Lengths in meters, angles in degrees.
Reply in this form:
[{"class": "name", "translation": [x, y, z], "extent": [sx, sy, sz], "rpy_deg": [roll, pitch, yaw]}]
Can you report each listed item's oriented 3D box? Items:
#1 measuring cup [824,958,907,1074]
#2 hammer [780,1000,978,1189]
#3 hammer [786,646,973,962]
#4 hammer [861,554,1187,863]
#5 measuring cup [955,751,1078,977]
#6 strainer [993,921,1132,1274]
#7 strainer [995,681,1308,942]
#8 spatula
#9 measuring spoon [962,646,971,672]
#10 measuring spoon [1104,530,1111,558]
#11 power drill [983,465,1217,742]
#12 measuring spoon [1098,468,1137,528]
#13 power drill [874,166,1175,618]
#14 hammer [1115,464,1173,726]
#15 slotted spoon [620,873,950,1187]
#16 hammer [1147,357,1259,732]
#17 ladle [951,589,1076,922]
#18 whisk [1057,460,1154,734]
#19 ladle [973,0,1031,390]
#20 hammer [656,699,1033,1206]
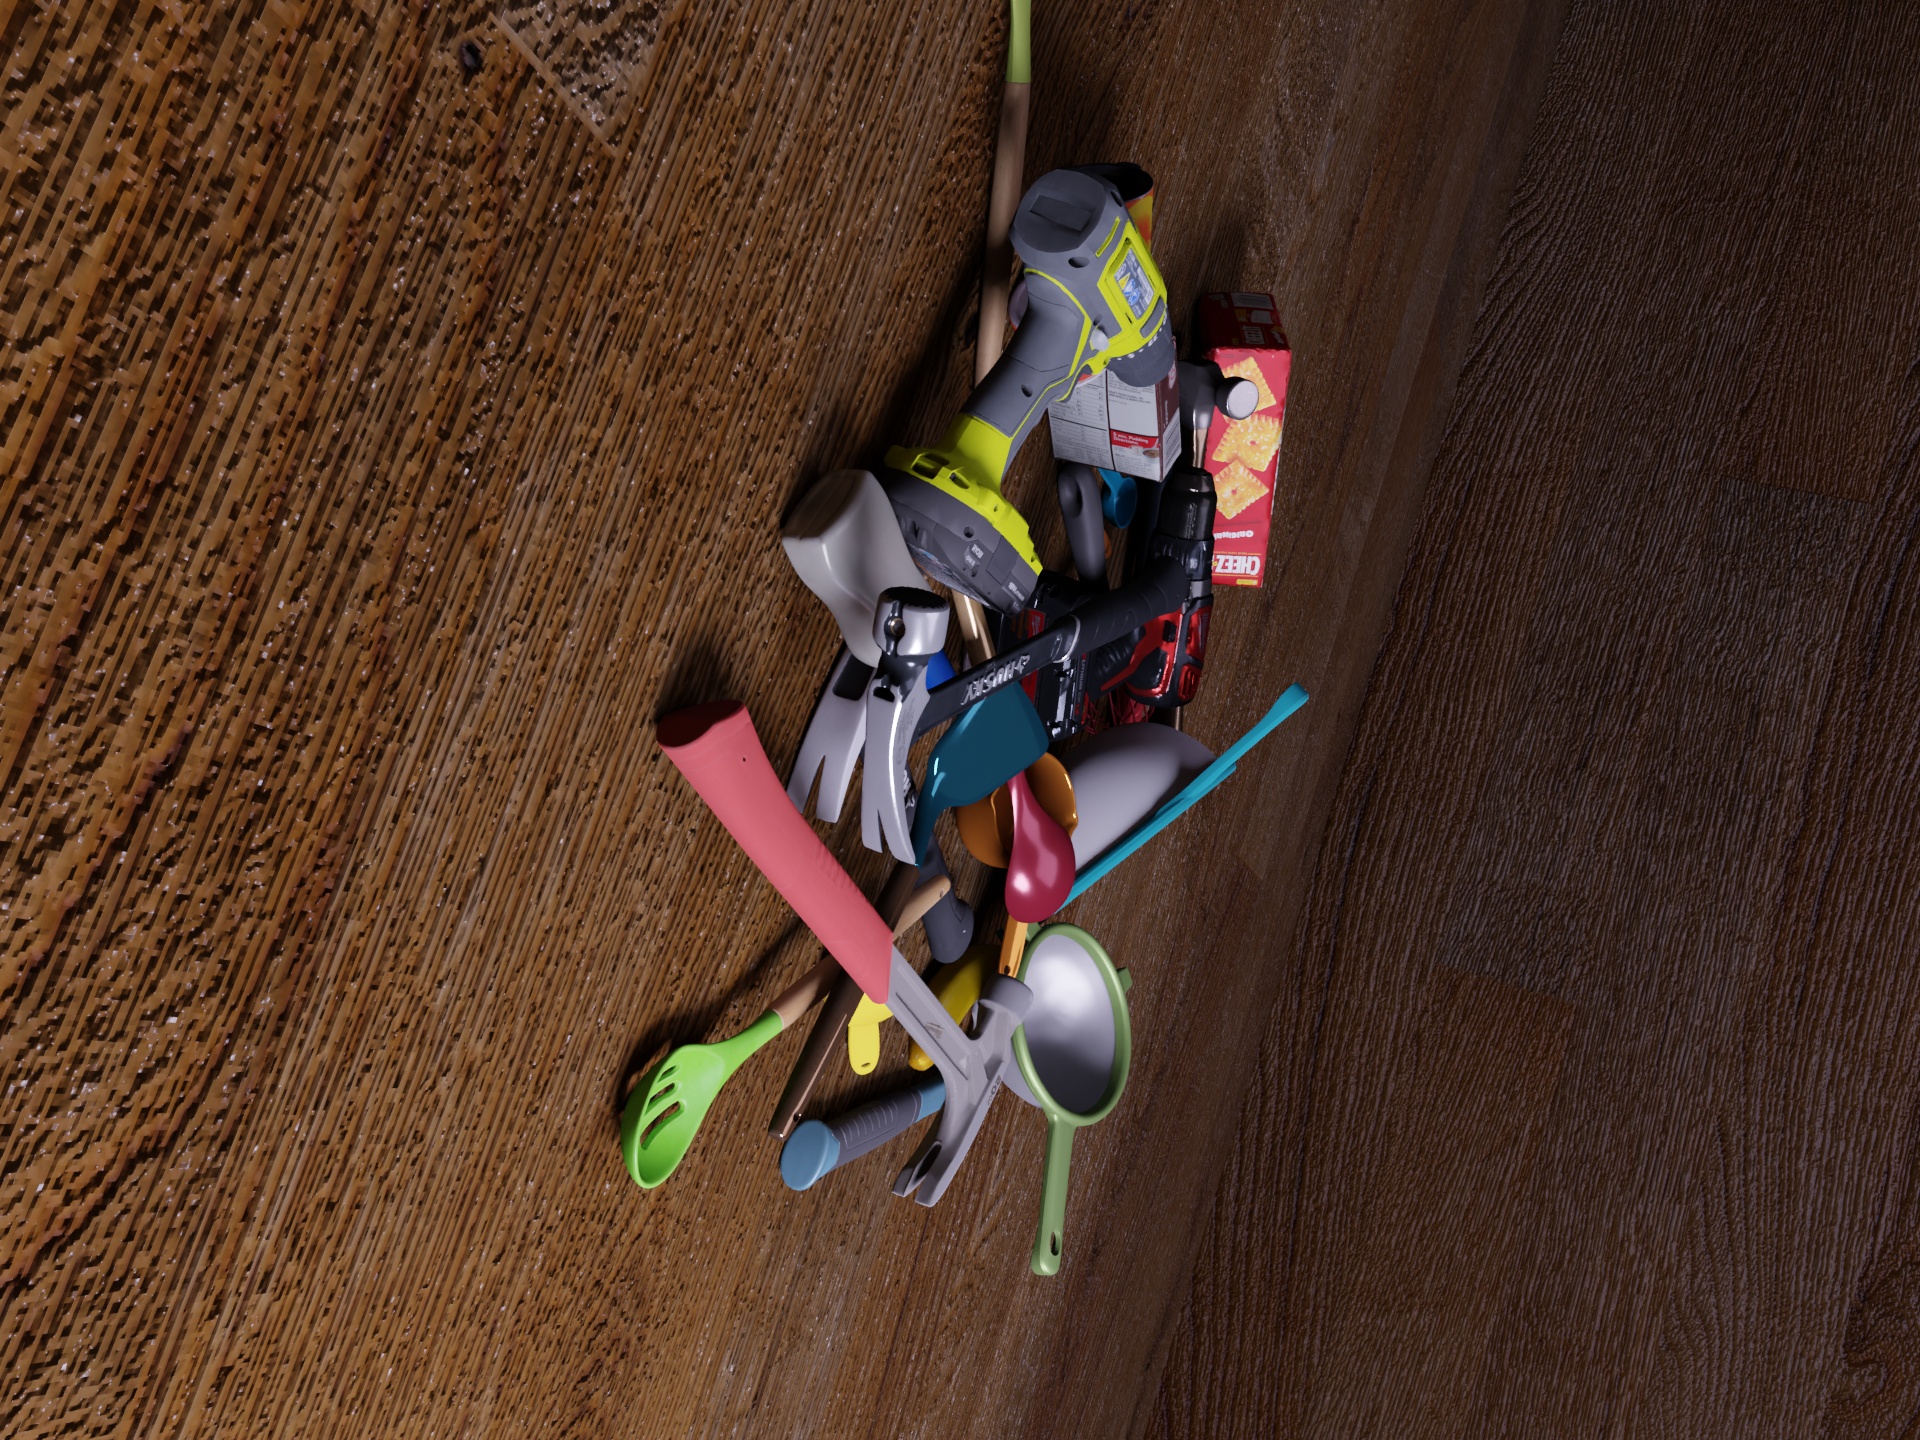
[{"class": "measuring cup", "translation": [-0.061, 0.204, 1.049], "extent": [0.156, 0.062, 0.029], "rpy_deg": [92, -21, -49]}, {"class": "hammer", "translation": [-0.043, 0.286, 1.175], "extent": [0.331, 0.033, 0.128], "rpy_deg": [5, 99, -68]}, {"class": "hammer", "translation": [-0.036, 0.073, 1.043], "extent": [0.334, 0.035, 0.146], "rpy_deg": [74, 36, -54]}, {"class": "hammer", "translation": [0.054, -0.040, 0.955], "extent": [0.409, 0.036, 0.149], "rpy_deg": [-28, 132, -58]}, {"class": "measuring cup", "translation": [0.030, 0.106, 1.158], "extent": [0.095, 0.052, 0.174], "rpy_deg": [17, 79, -43]}, {"class": "strainer", "translation": [0.056, 0.278, 1.180], "extent": [0.151, 0.069, 0.257], "rpy_deg": [35, 52, -41]}, {"class": "strainer", "translation": [0.137, 0.036, 1.220], "extent": [0.211, 0.095, 0.340], "rpy_deg": [-32, 169, -39]}, {"class": "spatula", "translation": [-0.033, 0.109, 0.954], "extent": [0.082, 0.044, 0.318], "rpy_deg": [59, 46, -41]}, {"class": "measuring spoon", "translation": [-0.002, -0.004, 1.111], "extent": [0.034, 0.018, 0.124], "rpy_deg": [-15, 111, -66]}, {"class": "measuring spoon", "translation": [0.110, -0.154, 1.281], "extent": [0.021, 0.011, 0.116], "rpy_deg": [-71, 159, -9]}, {"class": "power drill", "translation": [0.116, -0.087, 1.173], "extent": [0.226, 0.080, 0.187], "rpy_deg": [-17, 120, -48]}, {"class": "measuring spoon", "translation": [0.110, -0.198, 1.254], "extent": [0.042, 0.021, 0.128], "rpy_deg": [-66, 148, -19]}, {"class": "power drill", "translation": [0.048, -0.183, 0.940], "extent": [0.228, 0.080, 0.190], "rpy_deg": [-60, 154, -3]}, {"class": "hammer", "translation": [0.158, -0.116, 1.393], "extent": [0.143, 0.038, 0.386], "rpy_deg": [-39, 140, -54]}, {"class": "slotted spoon", "translation": [-0.094, 0.164, 0.927], "extent": [0.314, 0.031, 0.070], "rpy_deg": [-35, 133, -50]}, {"class": "hammer", "translation": [0.178, -0.131, 1.303], "extent": [0.031, 0.130, 0.331], "rpy_deg": [-11, 119, -25]}, {"class": "ladle", "translation": [0.029, 0.007, 1.068], "extent": [0.069, 0.031, 0.315], "rpy_deg": [-34, 121, -32]}, {"class": "whisk", "translation": [0.109, -0.088, 1.269], "extent": [0.073, 0.073, 0.295], "rpy_deg": [-59, 149, -36]}, {"class": "ladle", "translation": [0.041, -0.341, 0.924], "extent": [0.078, 0.062, 0.320], "rpy_deg": [-42, 144, -54]}, {"class": "hammer", "translation": [-0.064, 0.122, 0.869], "extent": [0.149, 0.037, 0.358], "rpy_deg": [-60, 138, -28]}]
